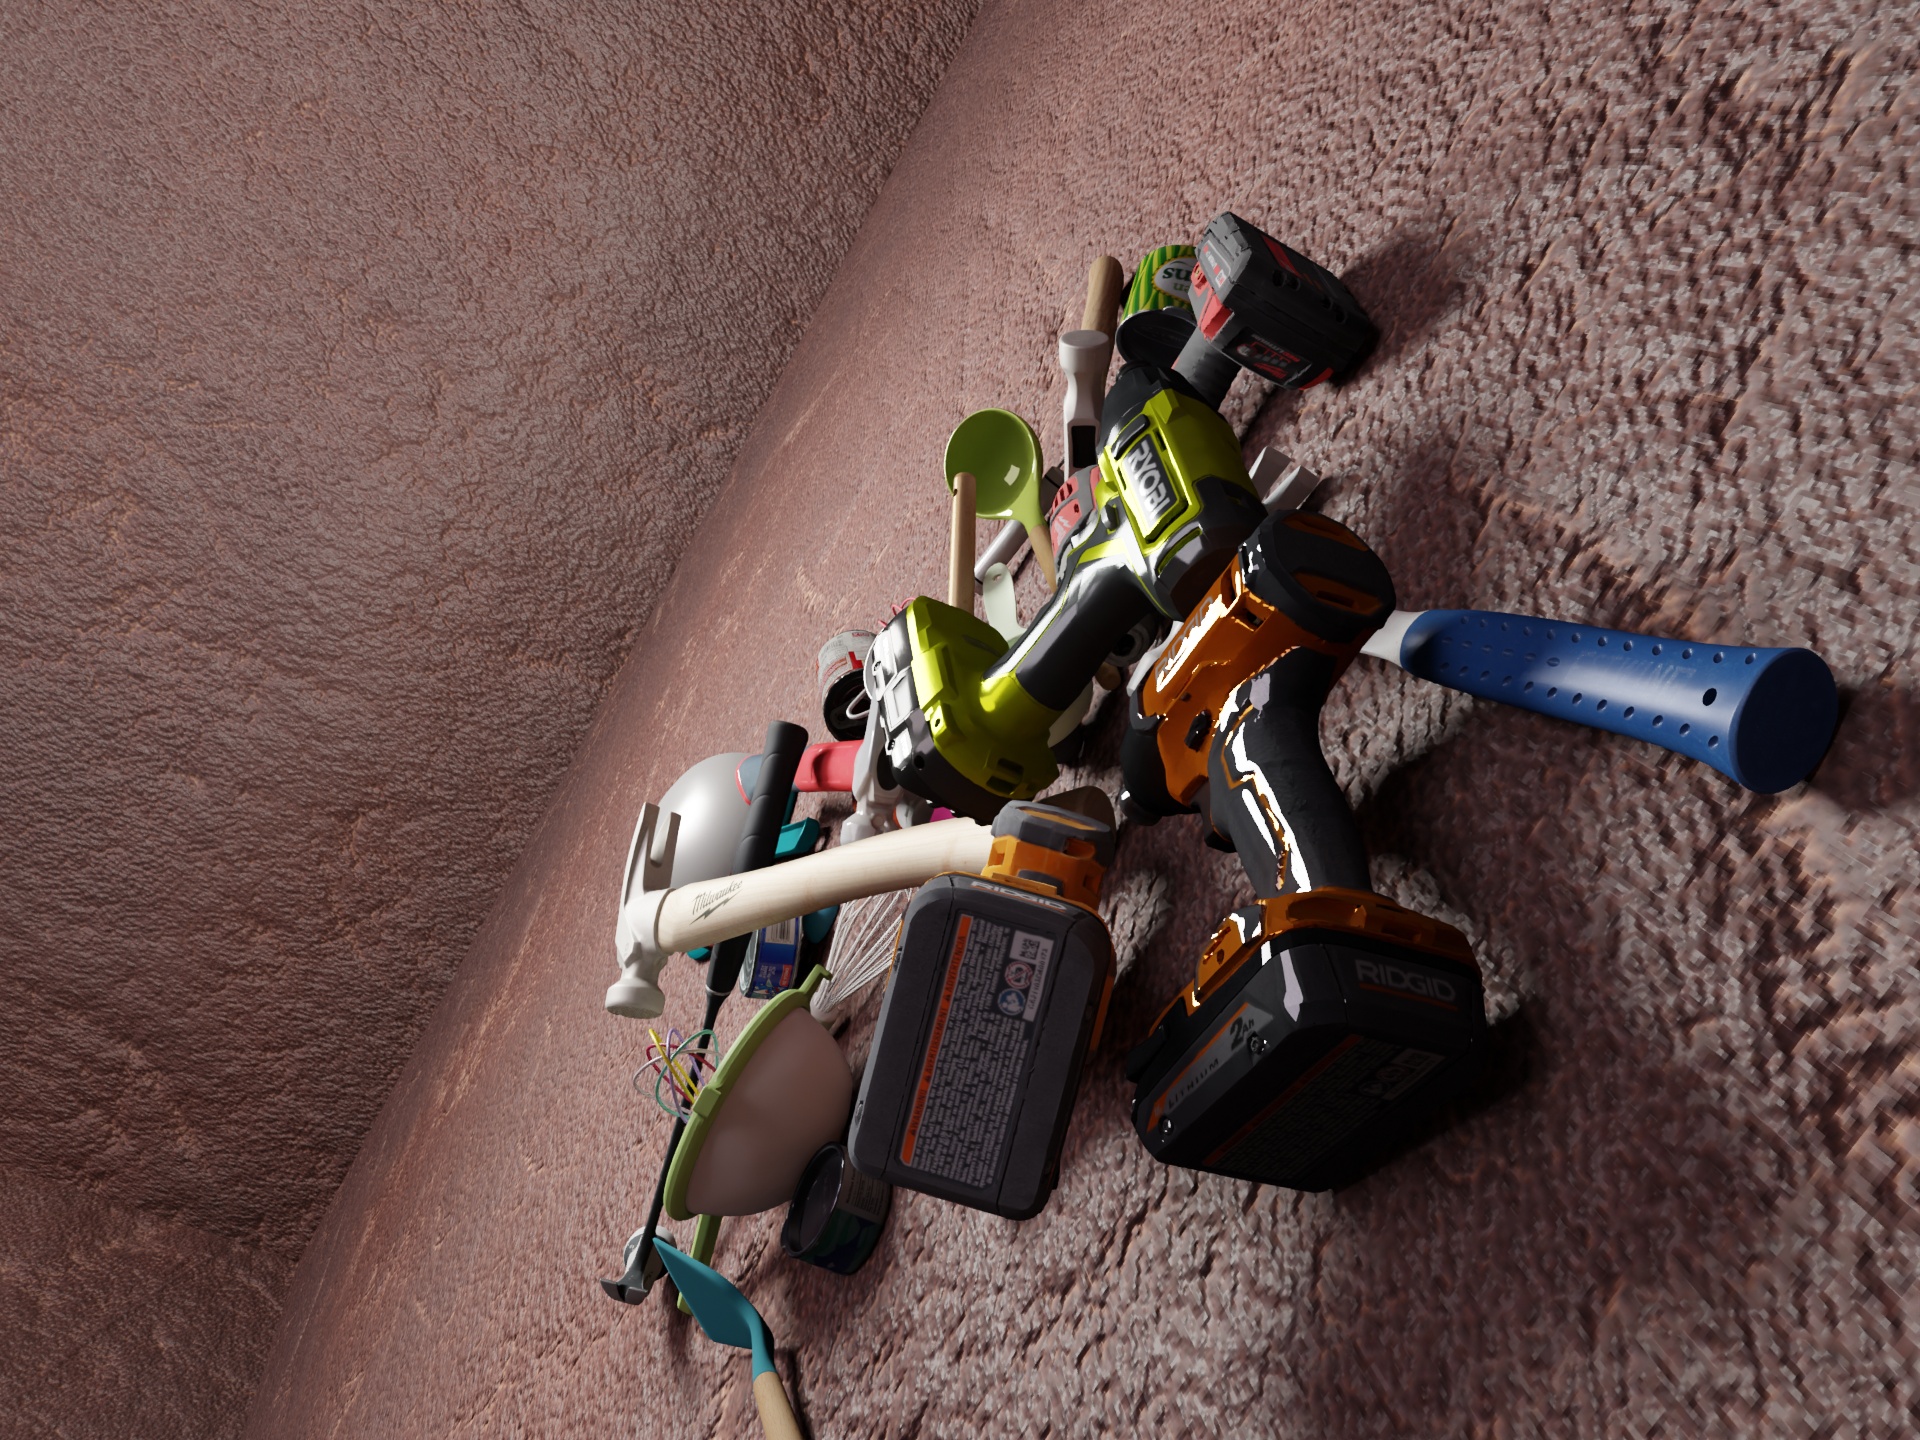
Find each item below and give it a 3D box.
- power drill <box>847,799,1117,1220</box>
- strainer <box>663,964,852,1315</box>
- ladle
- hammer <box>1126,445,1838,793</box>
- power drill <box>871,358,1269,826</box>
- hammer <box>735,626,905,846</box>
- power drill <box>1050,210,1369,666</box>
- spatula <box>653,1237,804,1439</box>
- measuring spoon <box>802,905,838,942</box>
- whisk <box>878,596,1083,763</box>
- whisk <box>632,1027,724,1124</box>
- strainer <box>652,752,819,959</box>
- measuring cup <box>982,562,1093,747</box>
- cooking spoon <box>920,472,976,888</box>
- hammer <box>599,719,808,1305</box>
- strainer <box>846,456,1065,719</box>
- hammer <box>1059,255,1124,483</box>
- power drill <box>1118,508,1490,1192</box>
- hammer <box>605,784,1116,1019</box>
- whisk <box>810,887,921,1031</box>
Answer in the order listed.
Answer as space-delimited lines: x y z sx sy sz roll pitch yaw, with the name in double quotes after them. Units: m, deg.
0.014 0.137 0.678 0.226 0.084 0.185 -25 -51 -81 "power drill"
-0.122 0.286 0.973 0.151 0.069 0.256 -44 -25 -58 "strainer"
0.048 -0.114 1.034 0.078 0.062 0.320 -53 28 22 "ladle"
0.181 -0.039 0.640 0.144 0.035 0.406 -63 18 1 "hammer"
0.053 -0.066 0.799 0.223 0.080 0.171 -46 37 29 "power drill"
-0.106 0.020 1.171 0.386 0.038 0.143 173 107 -70 "hammer"
0.124 -0.148 0.879 0.226 0.080 0.188 -57 16 27 "power drill"
-0.105 0.370 0.831 0.044 0.082 0.318 -27 19 -11 "spatula"
-0.093 0.105 1.198 0.128 0.021 0.042 -67 19 -6 "measuring spoon"
0.008 -0.025 1.039 0.073 0.073 0.296 -62 27 4 "whisk"
-0.158 0.240 0.995 0.051 0.047 0.244 -60 -16 -23 "whisk"
-0.217 0.100 1.426 0.340 0.095 0.211 -20 45 66 "strainer"
0.036 -0.040 0.950 0.083 0.038 0.168 -29 33 15 "measuring cup"
-0.002 -0.003 0.979 0.069 0.017 0.319 -26 60 60 "cooking spoon"
-0.172 0.199 1.092 0.149 0.036 0.409 121 164 -86 "hammer"
0.009 -0.094 1.176 0.258 0.050 0.087 -51 48 15 "strainer"
0.095 -0.257 1.116 0.332 0.031 0.130 -77 -13 -56 "hammer"
0.108 0.051 0.595 0.164 0.084 0.227 122 157 -44 "power drill"
-0.076 0.086 0.957 0.410 0.038 0.146 -17 59 41 "hammer"
-0.088 0.183 1.048 0.058 0.059 0.246 -22 -30 -55 "whisk"
